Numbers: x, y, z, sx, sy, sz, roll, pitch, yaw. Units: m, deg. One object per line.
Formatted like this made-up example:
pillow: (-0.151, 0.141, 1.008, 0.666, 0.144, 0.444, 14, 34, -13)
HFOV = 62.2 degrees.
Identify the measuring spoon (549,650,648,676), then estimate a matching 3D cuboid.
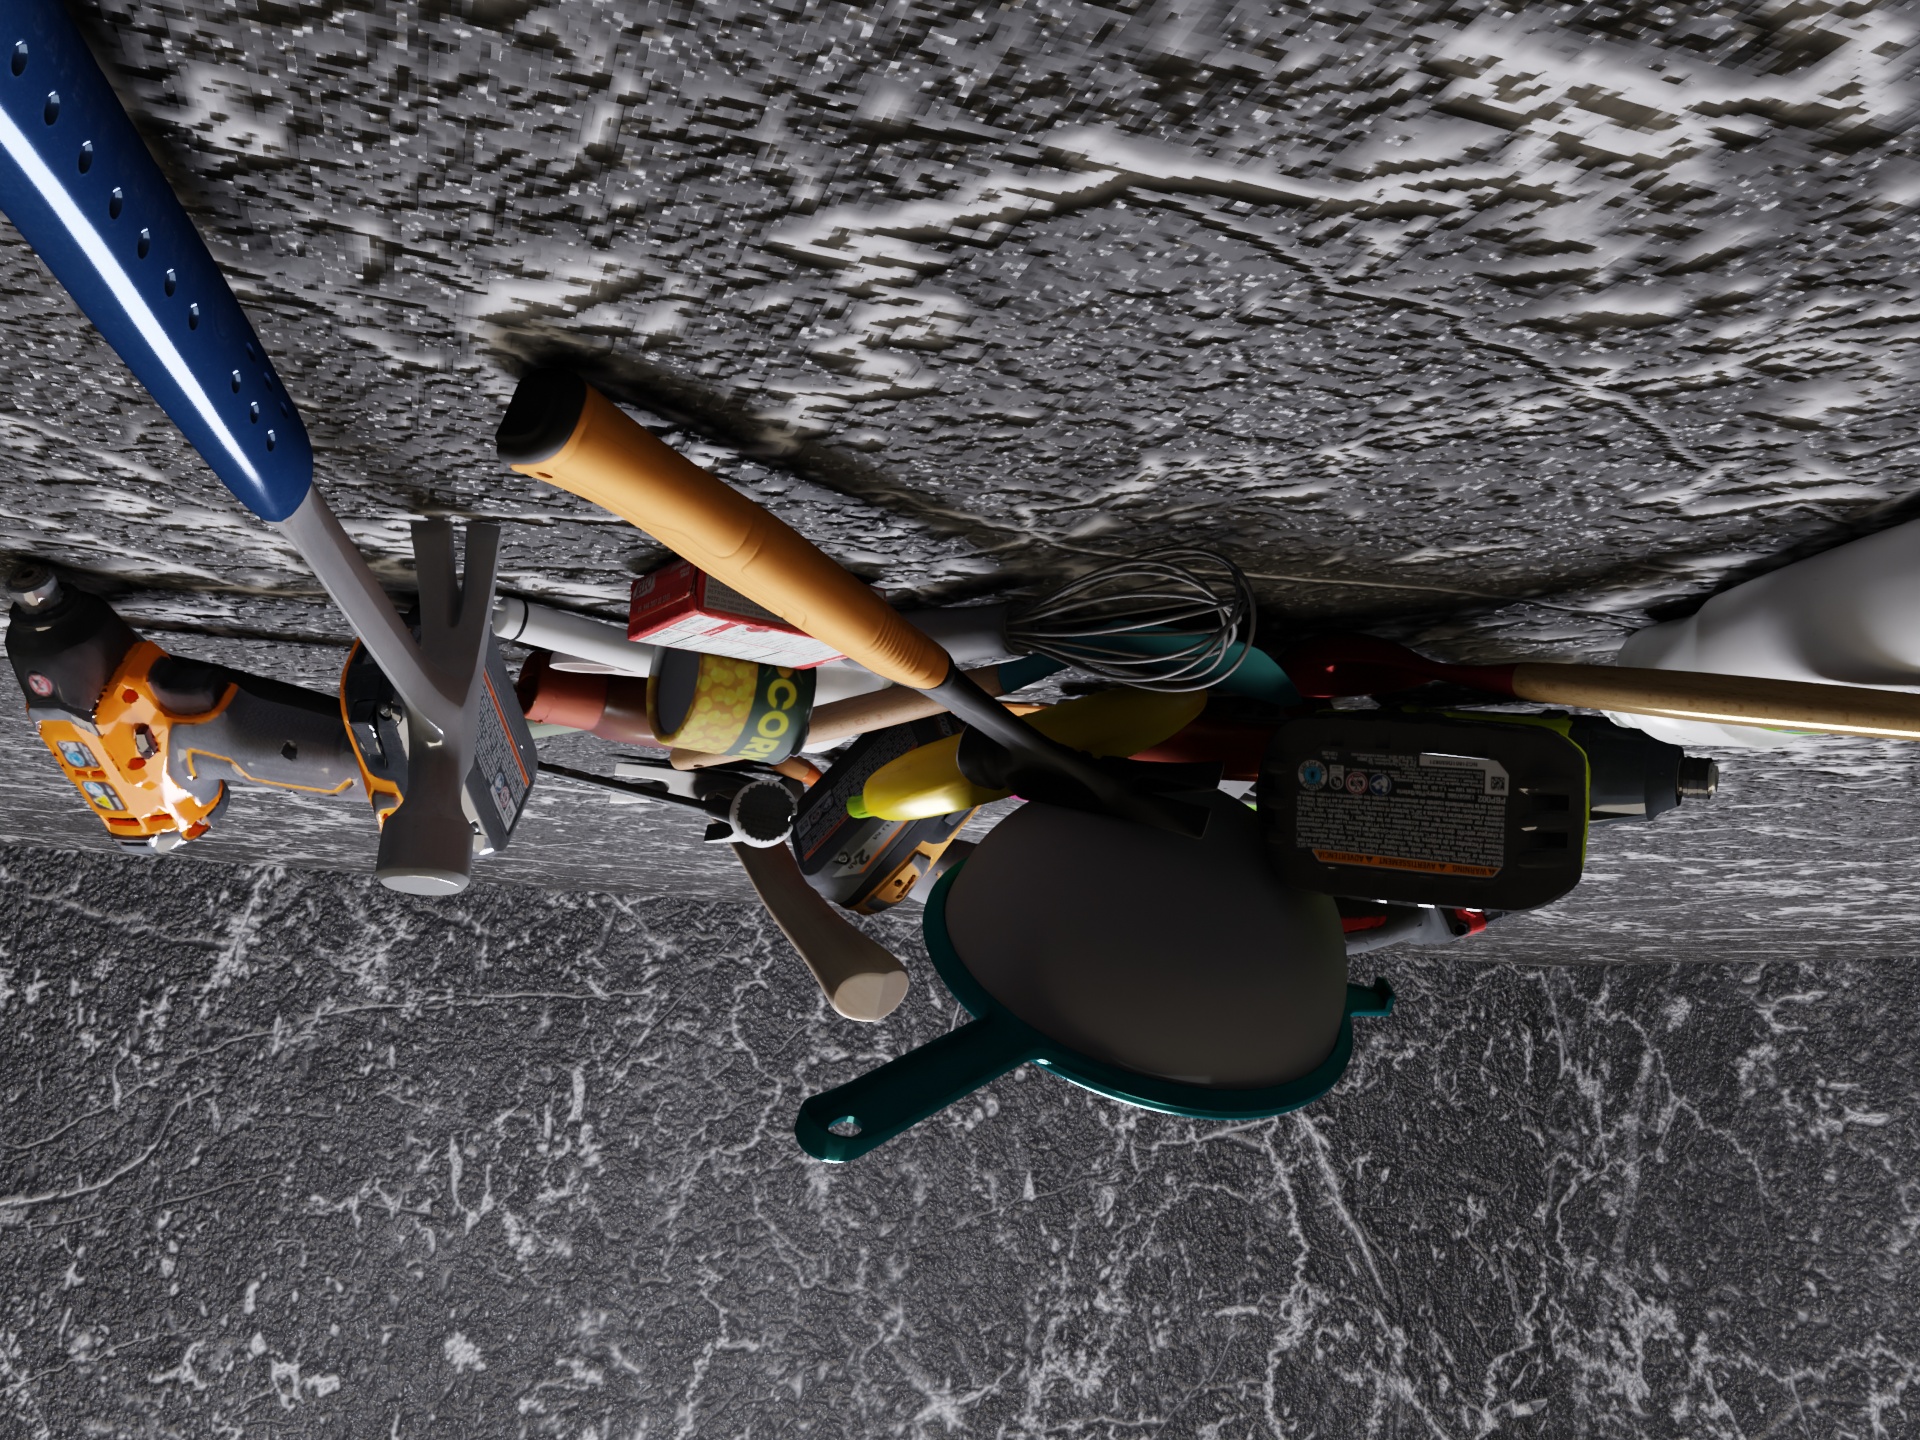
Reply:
measuring spoon: (-0.158, -0.032, 0.836, 0.124, 0.018, 0.034, 4, 174, -45)

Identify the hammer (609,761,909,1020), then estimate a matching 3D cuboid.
hammer: (-0.131, 0.099, 1.042, 0.146, 0.038, 0.411, 8, -169, -21)

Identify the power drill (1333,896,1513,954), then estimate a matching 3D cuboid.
power drill: (0.195, 0.087, 0.904, 0.219, 0.143, 0.078, -18, 173, -15)

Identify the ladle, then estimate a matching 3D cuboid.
ladle: (0.237, -0.013, 0.611, 0.069, 0.031, 0.315, 8, -179, -33)

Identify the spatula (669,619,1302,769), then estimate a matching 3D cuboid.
spatula: (-0.003, -0.005, 0.755, 0.317, 0.044, 0.082, -13, 158, 22)

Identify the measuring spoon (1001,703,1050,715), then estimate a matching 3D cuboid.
measuring spoon: (-0.001, -0.003, 0.929, 0.117, 0.011, 0.021, 0, 169, 15)

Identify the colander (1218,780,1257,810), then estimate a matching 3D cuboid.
colander: (0.175, 0.082, 1.101, 0.204, 0.094, 0.397, 3, 169, 3)

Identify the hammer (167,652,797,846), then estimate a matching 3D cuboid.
hammer: (-0.298, 0.010, 0.881, 0.408, 0.036, 0.149, 15, 170, -12)

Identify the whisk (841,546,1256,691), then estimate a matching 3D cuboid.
whisk: (0.024, -0.035, 0.661, 0.055, 0.055, 0.239, 13, 170, -40)

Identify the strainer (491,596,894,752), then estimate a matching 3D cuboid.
strainer: (-0.129, -0.022, 0.800, 0.258, 0.050, 0.087, 16, 150, -37)

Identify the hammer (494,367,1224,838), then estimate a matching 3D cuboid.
hammer: (-0.028, -0.030, 0.580, 0.127, 0.034, 0.336, 11, 166, 38)

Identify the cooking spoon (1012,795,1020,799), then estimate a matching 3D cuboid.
cooking spoon: (0.094, 0.059, 1.019, 0.319, 0.017, 0.068, 15, 159, 17)

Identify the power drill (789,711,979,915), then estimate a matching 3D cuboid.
power drill: (0.038, 0.073, 0.932, 0.226, 0.084, 0.185, 35, 108, -32)

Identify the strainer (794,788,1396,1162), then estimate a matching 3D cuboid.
strainer: (0.056, 0.092, 0.691, 0.211, 0.095, 0.340, 30, -154, 29)

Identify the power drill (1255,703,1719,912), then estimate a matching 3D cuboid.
power drill: (0.247, 0.029, 0.742, 0.171, 0.080, 0.223, 3, -174, 33)

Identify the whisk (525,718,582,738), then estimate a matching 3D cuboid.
whisk: (-0.296, 0.003, 0.978, 0.246, 0.059, 0.058, -8, -151, 32)

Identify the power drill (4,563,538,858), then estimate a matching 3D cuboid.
power drill: (-0.336, -0.006, 0.762, 0.226, 0.084, 0.164, 1, 134, 9)

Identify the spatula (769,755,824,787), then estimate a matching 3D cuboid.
spatula: (-0.117, 0.017, 1.050, 0.081, 0.041, 0.322, -1, 164, 25)

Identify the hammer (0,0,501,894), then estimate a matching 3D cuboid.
hammer: (-0.184, -0.067, 0.439, 0.035, 0.144, 0.405, 2, 161, -4)
